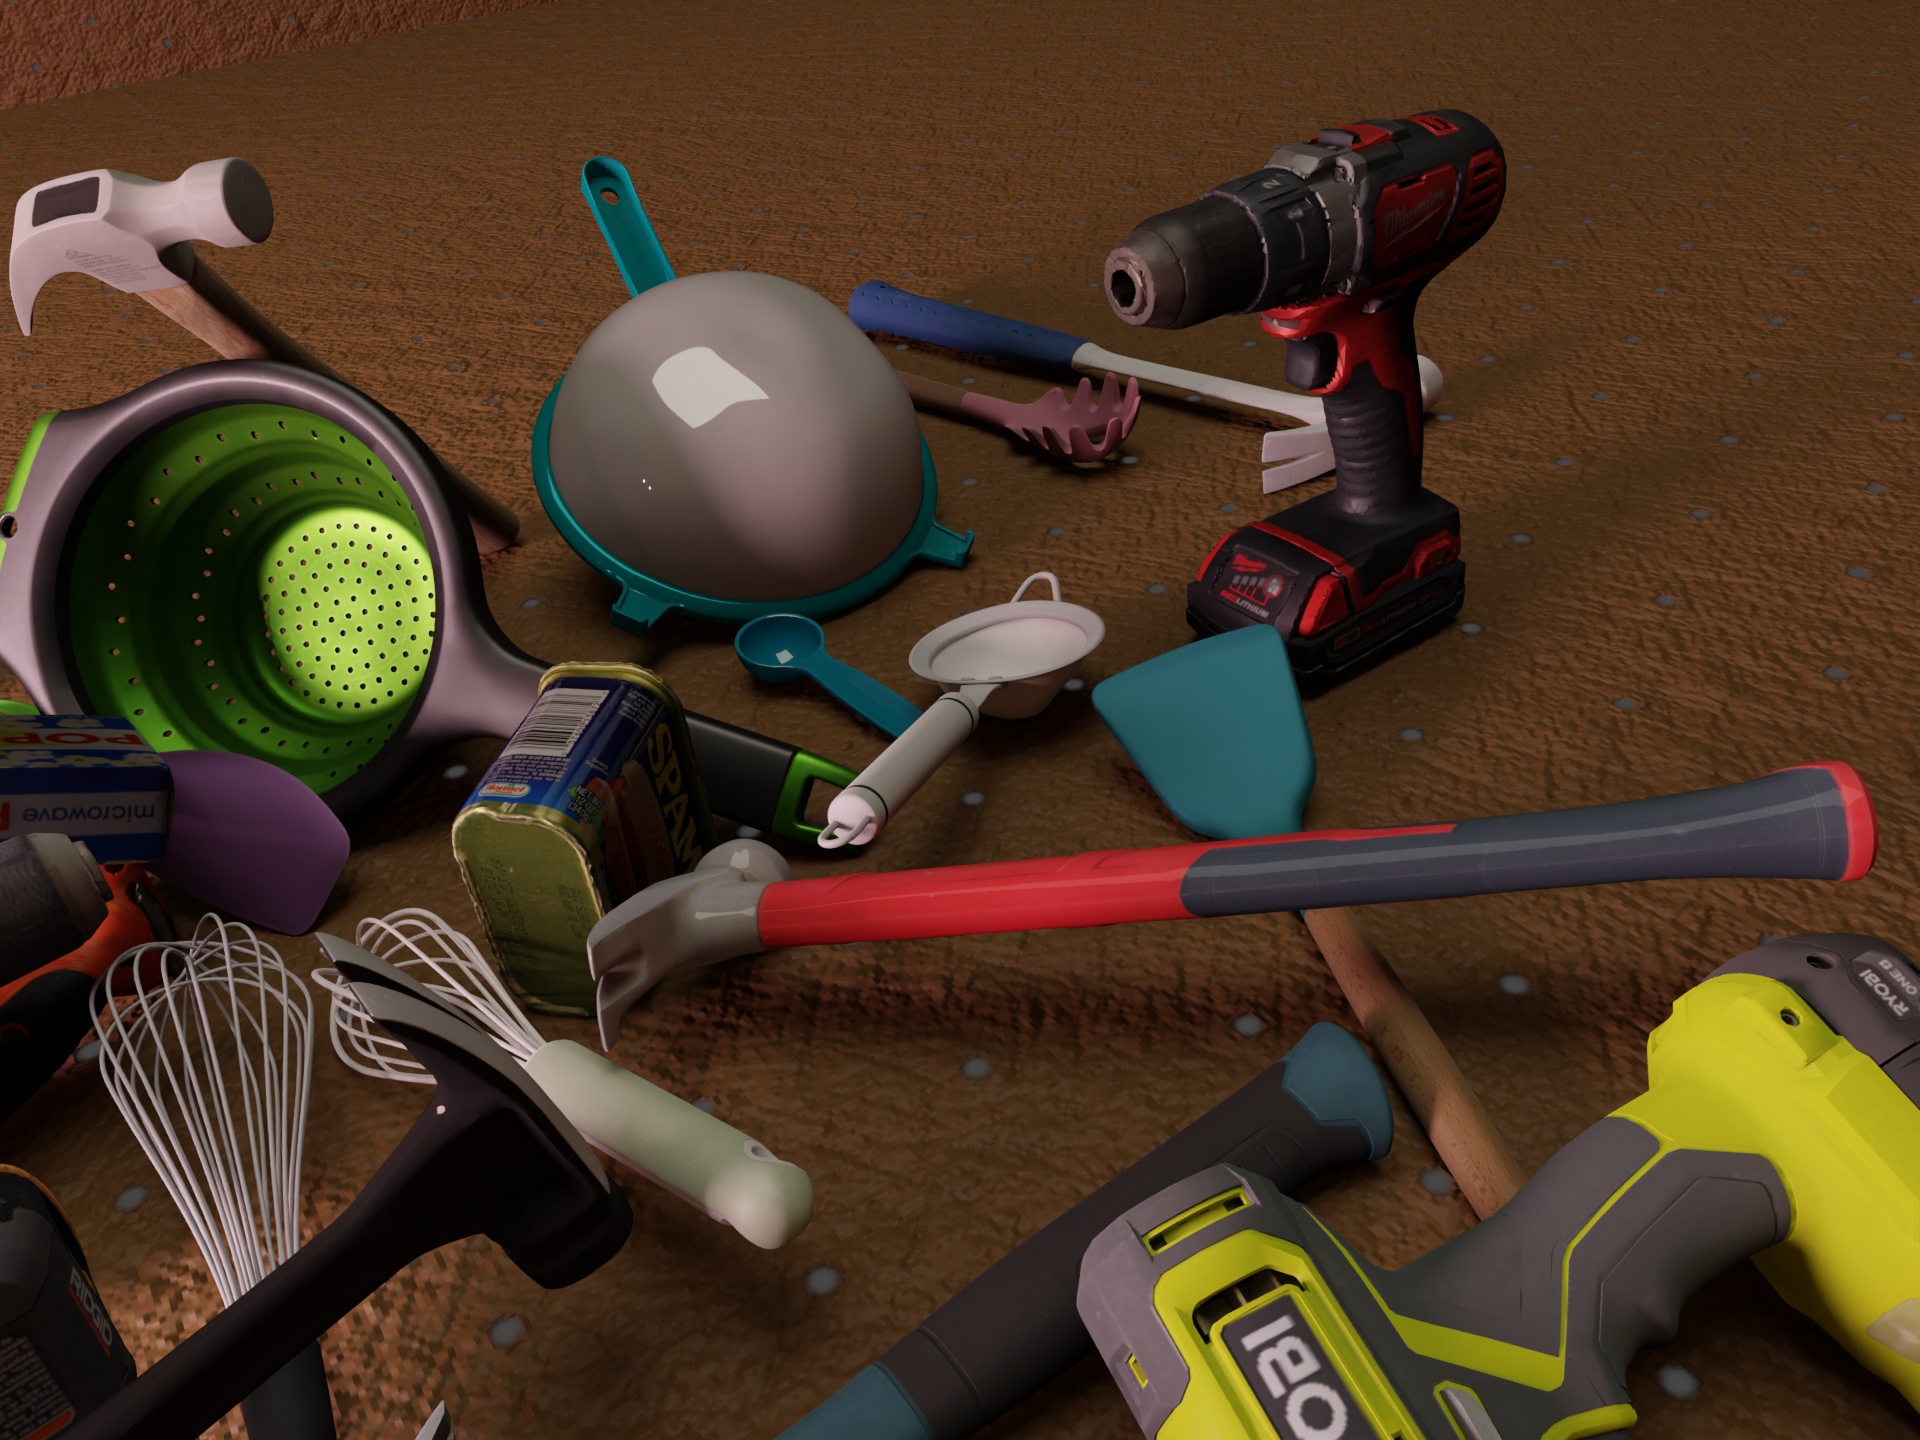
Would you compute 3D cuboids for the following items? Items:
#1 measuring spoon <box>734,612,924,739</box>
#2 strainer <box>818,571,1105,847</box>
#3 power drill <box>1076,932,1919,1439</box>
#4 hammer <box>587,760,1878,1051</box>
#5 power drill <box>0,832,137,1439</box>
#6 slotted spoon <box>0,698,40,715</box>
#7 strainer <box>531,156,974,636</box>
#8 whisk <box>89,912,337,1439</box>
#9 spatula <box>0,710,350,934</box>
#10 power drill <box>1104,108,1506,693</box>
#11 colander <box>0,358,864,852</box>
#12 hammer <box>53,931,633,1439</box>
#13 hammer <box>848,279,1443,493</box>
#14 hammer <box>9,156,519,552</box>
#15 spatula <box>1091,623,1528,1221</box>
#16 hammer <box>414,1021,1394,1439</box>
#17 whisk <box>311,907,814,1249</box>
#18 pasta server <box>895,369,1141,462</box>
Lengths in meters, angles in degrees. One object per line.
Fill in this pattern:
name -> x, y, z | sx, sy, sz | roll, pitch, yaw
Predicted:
measuring spoon -> -0.053, -0.010, 0.722 | 0.129, 0.021, 0.042 | 33, 50, 31
strainer -> -0.001, -0.002, 0.636 | 0.087, 0.050, 0.258 | -2, 19, 21
power drill -> 0.162, 0.156, 0.373 | 0.223, 0.080, 0.171 | -22, 55, -16
hammer -> 0.080, 0.053, 0.498 | 0.386, 0.038, 0.143 | -6, 6, 10
power drill -> -0.300, 0.118, 0.428 | 0.185, 0.084, 0.226 | -30, 41, -32
slotted spoon -> -0.430, 0.037, 0.613 | 0.070, 0.031, 0.314 | 1, 12, -12
strainer -> -0.133, -0.208, 0.828 | 0.211, 0.095, 0.341 | -15, 61, -24
whisk -> -0.205, 0.155, 0.466 | 0.070, 0.070, 0.285 | -20, 42, -20
spatula -> -0.390, 0.007, 0.660 | 0.316, 0.018, 0.060 | 20, 77, 12
power drill -> 0.143, -0.128, 0.671 | 0.188, 0.226, 0.080 | -25, 38, -26
colander -> -0.217, -0.023, 0.691 | 0.397, 0.204, 0.094 | 18, 3, 8
hammer -> -0.228, 0.188, 0.334 | 0.337, 0.127, 0.034 | -40, 49, -18
hammer -> 0.082, -0.224, 0.994 | 0.406, 0.035, 0.144 | 23, 43, 36
hammer -> -0.296, -0.148, 0.734 | 0.130, 0.331, 0.031 | -4, 74, 10
spatula -> 0.131, 0.074, 0.538 | 0.082, 0.044, 0.318 | -20, 36, -2
hammer -> -0.003, 0.172, 0.412 | 0.331, 0.033, 0.128 | -25, 53, -30
whisk -> -0.133, 0.110, 0.499 | 0.246, 0.057, 0.059 | 13, 75, 41
pasta server -> -0.017, -0.208, 0.984 | 0.316, 0.040, 0.060 | 24, 55, 38
